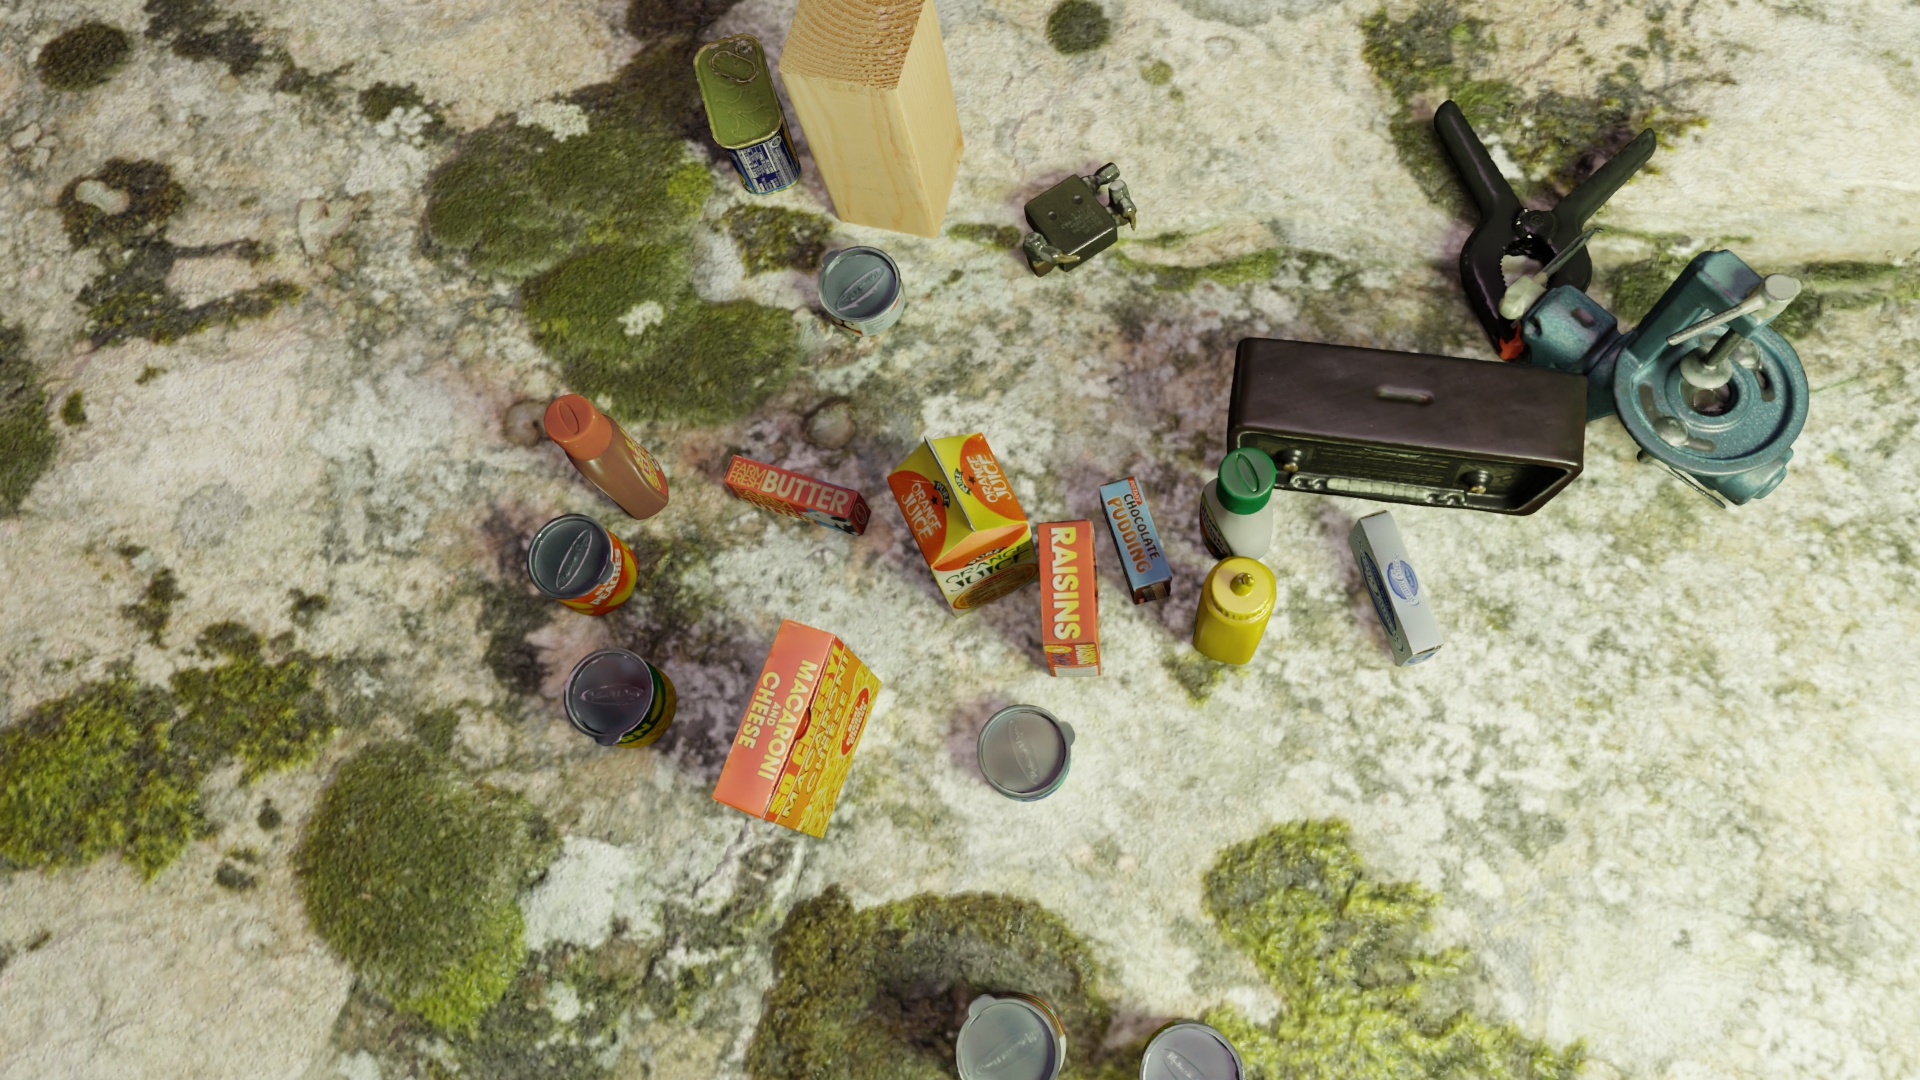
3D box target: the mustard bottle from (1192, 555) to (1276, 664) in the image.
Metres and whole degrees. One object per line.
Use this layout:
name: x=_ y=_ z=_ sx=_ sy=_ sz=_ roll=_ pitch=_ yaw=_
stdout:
mustard bottle: x=0.185 y=0.041 z=0.934 sx=0.049 sy=0.160 sz=0.065 roll=16 pitch=77 yaw=11

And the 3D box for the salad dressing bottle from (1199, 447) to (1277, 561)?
salad dressing bottle: x=0.192 y=-0.024 z=0.959 sx=0.044 sy=0.147 sz=0.064 roll=-22 pitch=73 yaw=0

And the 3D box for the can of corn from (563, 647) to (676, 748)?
can of corn: x=-0.247 y=0.119 z=1.015 sx=0.071 sy=0.058 sz=0.071 roll=-2 pitch=73 yaw=6

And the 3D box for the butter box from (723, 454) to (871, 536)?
butter box: x=-0.123 y=-0.033 z=1.049 sx=0.103 sy=0.053 sz=0.024 roll=17 pitch=77 yaw=11

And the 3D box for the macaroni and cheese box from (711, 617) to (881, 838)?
macaroni and cheese box: x=-0.105 y=0.131 z=0.938 sx=0.040 sy=0.166 sz=0.124 roll=18 pitch=77 yaw=12

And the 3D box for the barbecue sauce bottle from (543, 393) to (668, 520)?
barbecue sauce bottle: x=-0.262 y=-0.064 z=1.024 sx=0.044 sy=0.148 sz=0.065 roll=-30 pitch=73 yaw=-2

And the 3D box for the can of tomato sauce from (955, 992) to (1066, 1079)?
can of tomato sauce: x=0.033 y=0.329 z=0.906 sx=0.071 sy=0.083 sz=0.071 roll=-2 pitch=74 yaw=6

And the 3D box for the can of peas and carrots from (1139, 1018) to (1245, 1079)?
can of peas and carrots: x=0.147 y=0.348 z=0.900 sx=0.071 sy=0.058 sz=0.071 roll=-2 pitch=73 yaw=6

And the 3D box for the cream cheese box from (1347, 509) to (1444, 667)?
cream cheese box: x=0.305 y=0.035 z=0.977 sx=0.024 sy=0.053 sz=0.104 roll=-17 pitch=72 yaw=2

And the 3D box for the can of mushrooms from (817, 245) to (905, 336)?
can of mushrooms: x=-0.079 y=-0.199 z=1.103 sx=0.071 sy=0.033 sz=0.071 roll=-2 pitch=73 yaw=6

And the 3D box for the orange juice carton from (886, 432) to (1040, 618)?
orange juice carton: x=0.003 y=-0.012 z=0.954 sx=0.073 sy=0.192 sz=0.072 roll=-26 pitch=73 yaw=-1

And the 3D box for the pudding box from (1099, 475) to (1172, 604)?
pudding box: x=0.127 y=0.000 z=1.011 sx=0.030 sy=0.049 sz=0.084 roll=-17 pitch=72 yaw=2

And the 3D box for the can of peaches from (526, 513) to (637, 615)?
can of peaches: x=-0.282 y=0.020 z=1.049 sx=0.071 sy=0.058 sz=0.071 roll=-2 pitch=73 yaw=6

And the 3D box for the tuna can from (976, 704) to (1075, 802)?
tuna can: x=0.048 y=0.150 z=0.984 sx=0.071 sy=0.032 sz=0.071 roll=-2 pitch=73 yaw=6

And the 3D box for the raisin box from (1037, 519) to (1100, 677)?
raisin box: x=0.077 y=0.043 z=0.965 sx=0.040 sy=0.123 sz=0.086 roll=-2 pitch=74 yaw=6
